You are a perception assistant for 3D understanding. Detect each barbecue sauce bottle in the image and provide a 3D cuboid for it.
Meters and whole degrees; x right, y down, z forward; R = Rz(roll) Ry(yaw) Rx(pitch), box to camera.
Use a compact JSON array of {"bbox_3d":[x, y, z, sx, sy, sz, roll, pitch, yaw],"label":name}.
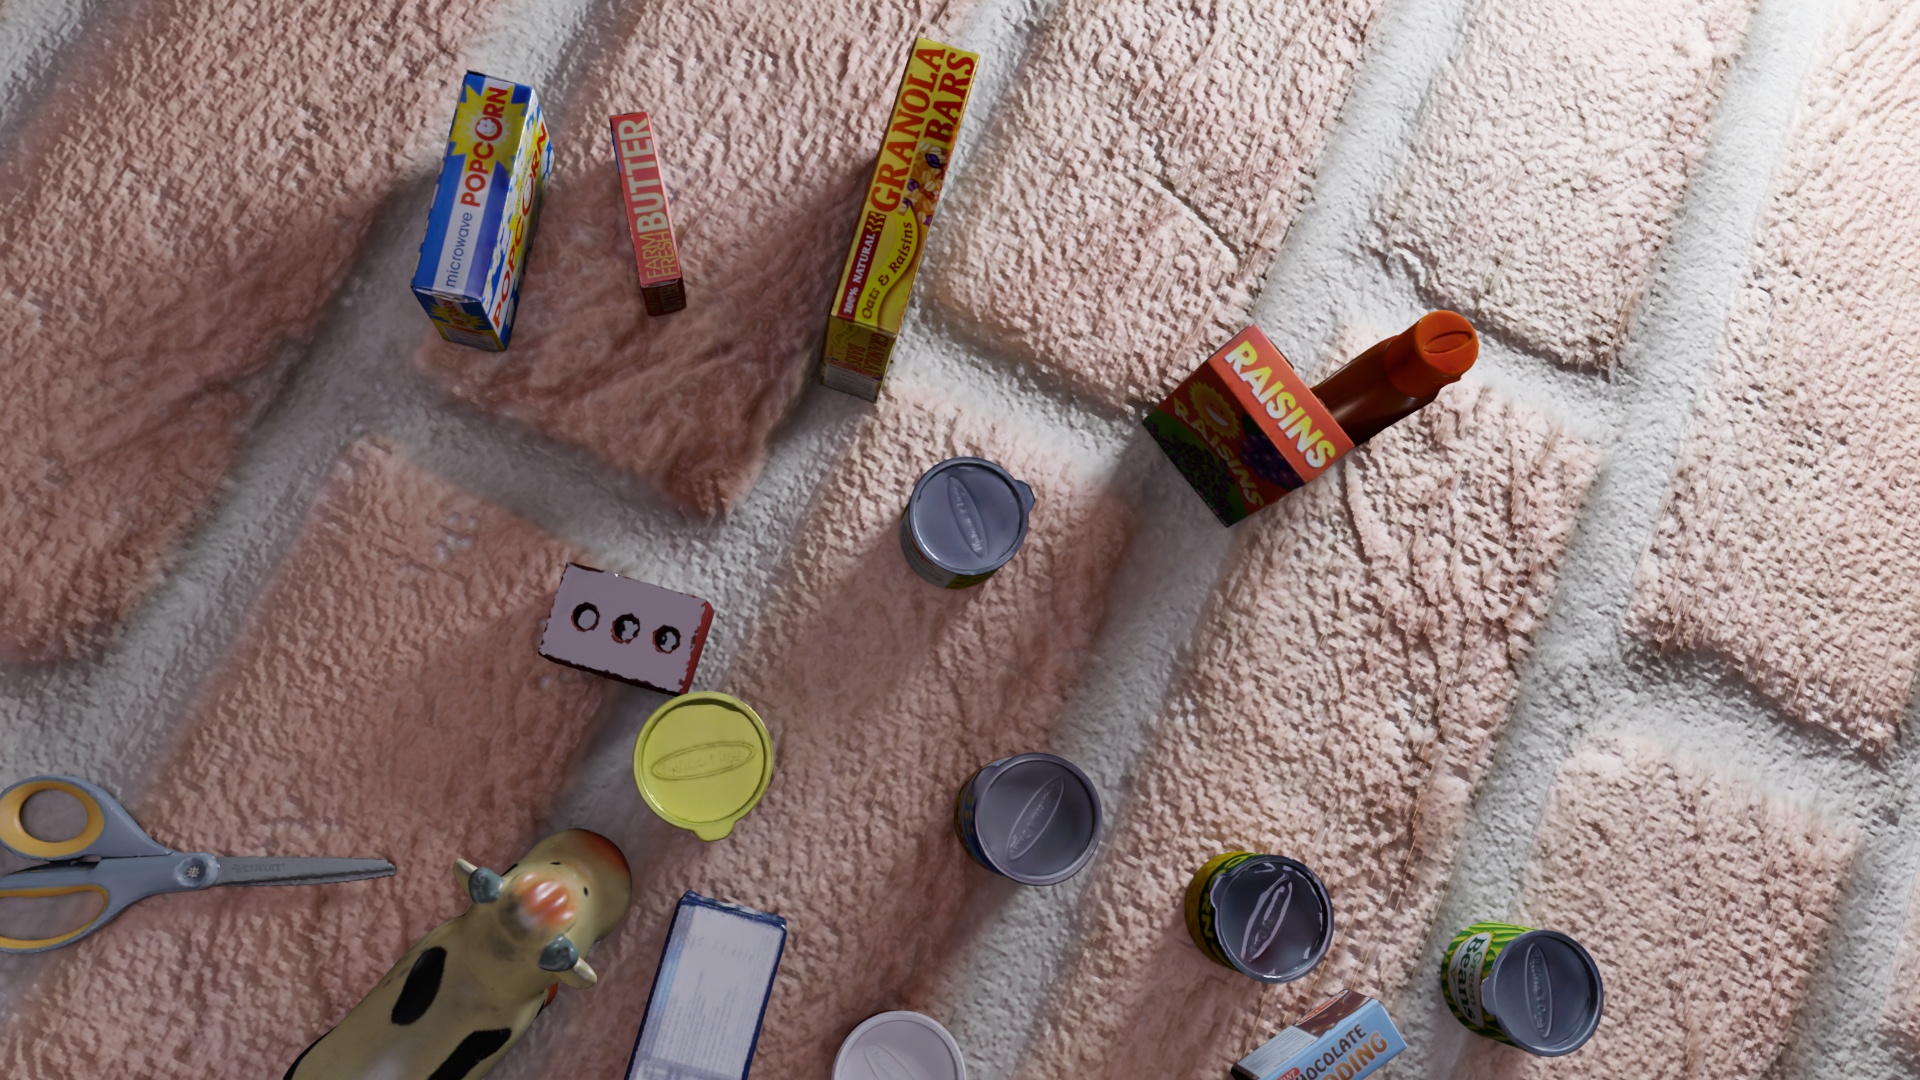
[{"bbox_3d":[0.239,-0.088,0.783,0.065,0.148,0.043,-17,83,-11],"label":"barbecue sauce bottle"}]

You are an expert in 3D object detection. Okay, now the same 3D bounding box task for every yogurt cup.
[{"bbox_3d":[-0.034,0.276,0.720,0.072,0.054,0.072,2,79,-8],"label":"yogurt cup"}]

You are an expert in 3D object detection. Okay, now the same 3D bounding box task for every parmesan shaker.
[{"bbox_3d":[-0.130,0.117,0.711,0.071,0.103,0.071,2,79,-8],"label":"parmesan shaker"}]

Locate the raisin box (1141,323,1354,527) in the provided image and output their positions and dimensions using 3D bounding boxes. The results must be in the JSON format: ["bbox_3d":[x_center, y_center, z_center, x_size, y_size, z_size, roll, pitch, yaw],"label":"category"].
[{"bbox_3d":[0.158,-0.061,0.778,0.040,0.123,0.086,-37,87,-13],"label":"raisin box"}]

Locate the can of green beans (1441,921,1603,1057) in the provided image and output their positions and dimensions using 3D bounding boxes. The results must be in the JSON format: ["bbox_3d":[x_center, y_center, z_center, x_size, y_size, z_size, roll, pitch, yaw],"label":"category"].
[{"bbox_3d":[0.312,0.248,0.775,0.071,0.057,0.071,2,79,-8],"label":"can of green beans"}]

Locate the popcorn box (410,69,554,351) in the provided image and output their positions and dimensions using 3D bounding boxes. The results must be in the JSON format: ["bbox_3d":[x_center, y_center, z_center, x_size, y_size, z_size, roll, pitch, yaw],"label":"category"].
[{"bbox_3d":[-0.259,-0.176,0.758,0.038,0.085,0.127,11,78,-6],"label":"popcorn box"}]

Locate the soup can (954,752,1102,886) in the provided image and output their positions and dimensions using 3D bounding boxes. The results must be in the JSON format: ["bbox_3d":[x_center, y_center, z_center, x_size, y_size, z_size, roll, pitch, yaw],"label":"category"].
[{"bbox_3d":[0.032,0.146,0.740,0.071,0.083,0.071,2,79,-8],"label":"soup can"}]

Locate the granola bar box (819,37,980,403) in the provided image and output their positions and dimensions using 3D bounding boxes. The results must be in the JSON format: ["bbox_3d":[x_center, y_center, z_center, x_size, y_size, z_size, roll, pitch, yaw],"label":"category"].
[{"bbox_3d":[-0.037,-0.173,0.771,0.039,0.124,0.166,17,77,-5],"label":"granola bar box"}]

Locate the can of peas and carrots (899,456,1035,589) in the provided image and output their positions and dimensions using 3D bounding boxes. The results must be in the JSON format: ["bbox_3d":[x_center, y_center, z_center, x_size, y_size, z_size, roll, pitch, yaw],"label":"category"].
[{"bbox_3d":[0.003,-0.010,0.778,0.071,0.058,0.071,2,79,-8],"label":"can of peas and carrots"}]

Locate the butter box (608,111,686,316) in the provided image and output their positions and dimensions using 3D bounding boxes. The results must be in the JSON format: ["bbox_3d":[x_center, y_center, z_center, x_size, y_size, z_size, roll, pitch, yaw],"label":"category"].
[{"bbox_3d":[-0.177,-0.184,0.788,0.024,0.053,0.103,-11,81,-10],"label":"butter box"}]

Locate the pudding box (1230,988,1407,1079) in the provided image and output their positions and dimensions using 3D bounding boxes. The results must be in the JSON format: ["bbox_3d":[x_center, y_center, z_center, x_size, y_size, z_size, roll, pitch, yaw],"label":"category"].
[{"bbox_3d":[0.194,0.281,0.755,0.084,0.049,0.030,-30,85,-13],"label":"pudding box"}]

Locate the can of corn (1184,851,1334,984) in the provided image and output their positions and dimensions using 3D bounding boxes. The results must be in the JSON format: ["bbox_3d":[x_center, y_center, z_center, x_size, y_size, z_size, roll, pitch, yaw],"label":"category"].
[{"bbox_3d":[0.160,0.203,0.761,0.071,0.058,0.071,2,79,-8],"label":"can of corn"}]
